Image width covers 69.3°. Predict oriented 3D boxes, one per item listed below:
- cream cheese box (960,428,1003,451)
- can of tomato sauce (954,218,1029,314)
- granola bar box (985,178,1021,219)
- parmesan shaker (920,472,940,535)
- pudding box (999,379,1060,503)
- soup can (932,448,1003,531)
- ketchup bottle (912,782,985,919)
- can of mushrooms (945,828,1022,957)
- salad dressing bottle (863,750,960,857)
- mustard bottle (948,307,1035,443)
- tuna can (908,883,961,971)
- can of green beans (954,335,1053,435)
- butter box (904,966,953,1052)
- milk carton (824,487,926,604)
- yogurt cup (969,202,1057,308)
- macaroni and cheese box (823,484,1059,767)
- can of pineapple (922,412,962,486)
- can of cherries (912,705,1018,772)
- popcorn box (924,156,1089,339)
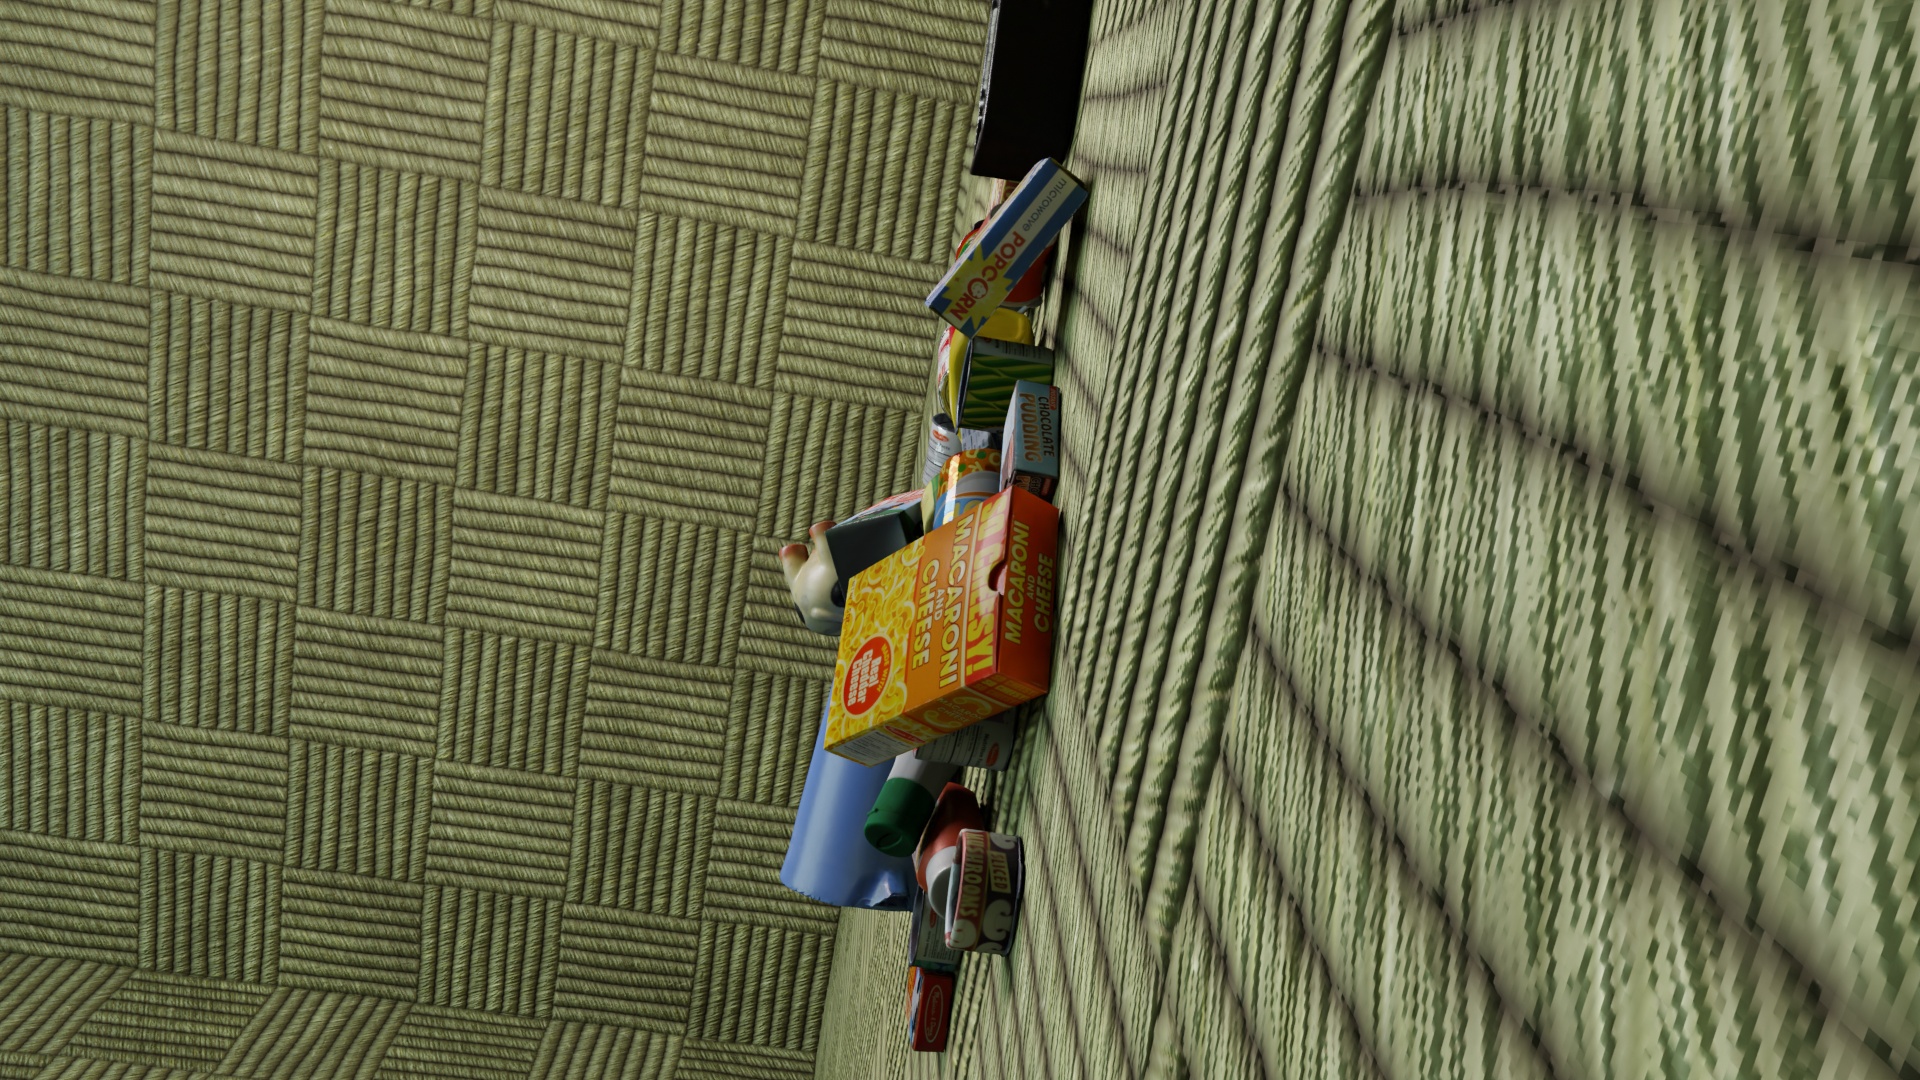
[{"bbox_3d":[0.023,-0.058,1.022,0.053,0.024,0.104,60,-171,-19],"label":"cream cheese box"},{"bbox_3d":[0.029,-0.225,1.159,0.083,0.071,0.071,-93,13,-66],"label":"can of tomato sauce"},{"bbox_3d":[0.046,-0.303,1.273,0.125,0.039,0.164,-87,7,-50],"label":"granola bar box"},{"bbox_3d":[0.004,-0.014,1.085,0.103,0.071,0.071,-104,23,-76],"label":"parmesan shaker"},{"bbox_3d":[0.044,-0.055,0.883,0.049,0.030,0.084,106,172,-49],"label":"pudding box"},{"bbox_3d":[0.015,-0.011,0.924,0.071,0.071,0.084,106,172,-57],"label":"soup can"},{"bbox_3d":[-0.006,0.205,0.904,0.149,0.043,0.064,-135,64,-84],"label":"ketchup bottle"},{"bbox_3d":[0.013,0.193,0.767,0.071,0.033,0.071,-165,85,-86],"label":"can of mushrooms"},{"bbox_3d":[-0.020,0.144,0.933,0.064,0.044,0.148,-40,16,45],"label":"salad dressing bottle"},{"bbox_3d":[0.020,-0.113,1.087,0.159,0.065,0.049,98,-178,-54],"label":"mustard bottle"},{"bbox_3d":[-0.016,0.267,0.976,0.071,0.033,0.071,-166,85,-85],"label":"tuna can"},{"bbox_3d":[0.030,-0.107,0.971,0.071,0.058,0.071,-167,86,-85],"label":"can of green beans"},{"bbox_3d":[-0.024,0.329,1.008,0.103,0.024,0.053,159,119,-85],"label":"butter box"},{"bbox_3d":[-0.039,-0.002,1.203,0.191,0.072,0.073,-35,-70,-67],"label":"milk carton"},{"bbox_3d":[0.039,-0.220,1.057,0.053,0.072,0.073,116,165,-47],"label":"yogurt cup"},{"bbox_3d":[-0.013,0.054,0.832,0.166,0.040,0.124,-30,44,44],"label":"macaroni and cheese box"},{"bbox_3d":[0.005,-0.072,1.185,0.071,0.071,0.057,-93,13,-69],"label":"can of pineapple"},{"bbox_3d":[0.003,0.109,0.887,0.071,0.058,0.071,-167,86,-85],"label":"can of cherries"},{"bbox_3d":[0.030,-0.198,0.942,0.126,0.038,0.085,-50,10,7],"label":"popcorn box"}]
